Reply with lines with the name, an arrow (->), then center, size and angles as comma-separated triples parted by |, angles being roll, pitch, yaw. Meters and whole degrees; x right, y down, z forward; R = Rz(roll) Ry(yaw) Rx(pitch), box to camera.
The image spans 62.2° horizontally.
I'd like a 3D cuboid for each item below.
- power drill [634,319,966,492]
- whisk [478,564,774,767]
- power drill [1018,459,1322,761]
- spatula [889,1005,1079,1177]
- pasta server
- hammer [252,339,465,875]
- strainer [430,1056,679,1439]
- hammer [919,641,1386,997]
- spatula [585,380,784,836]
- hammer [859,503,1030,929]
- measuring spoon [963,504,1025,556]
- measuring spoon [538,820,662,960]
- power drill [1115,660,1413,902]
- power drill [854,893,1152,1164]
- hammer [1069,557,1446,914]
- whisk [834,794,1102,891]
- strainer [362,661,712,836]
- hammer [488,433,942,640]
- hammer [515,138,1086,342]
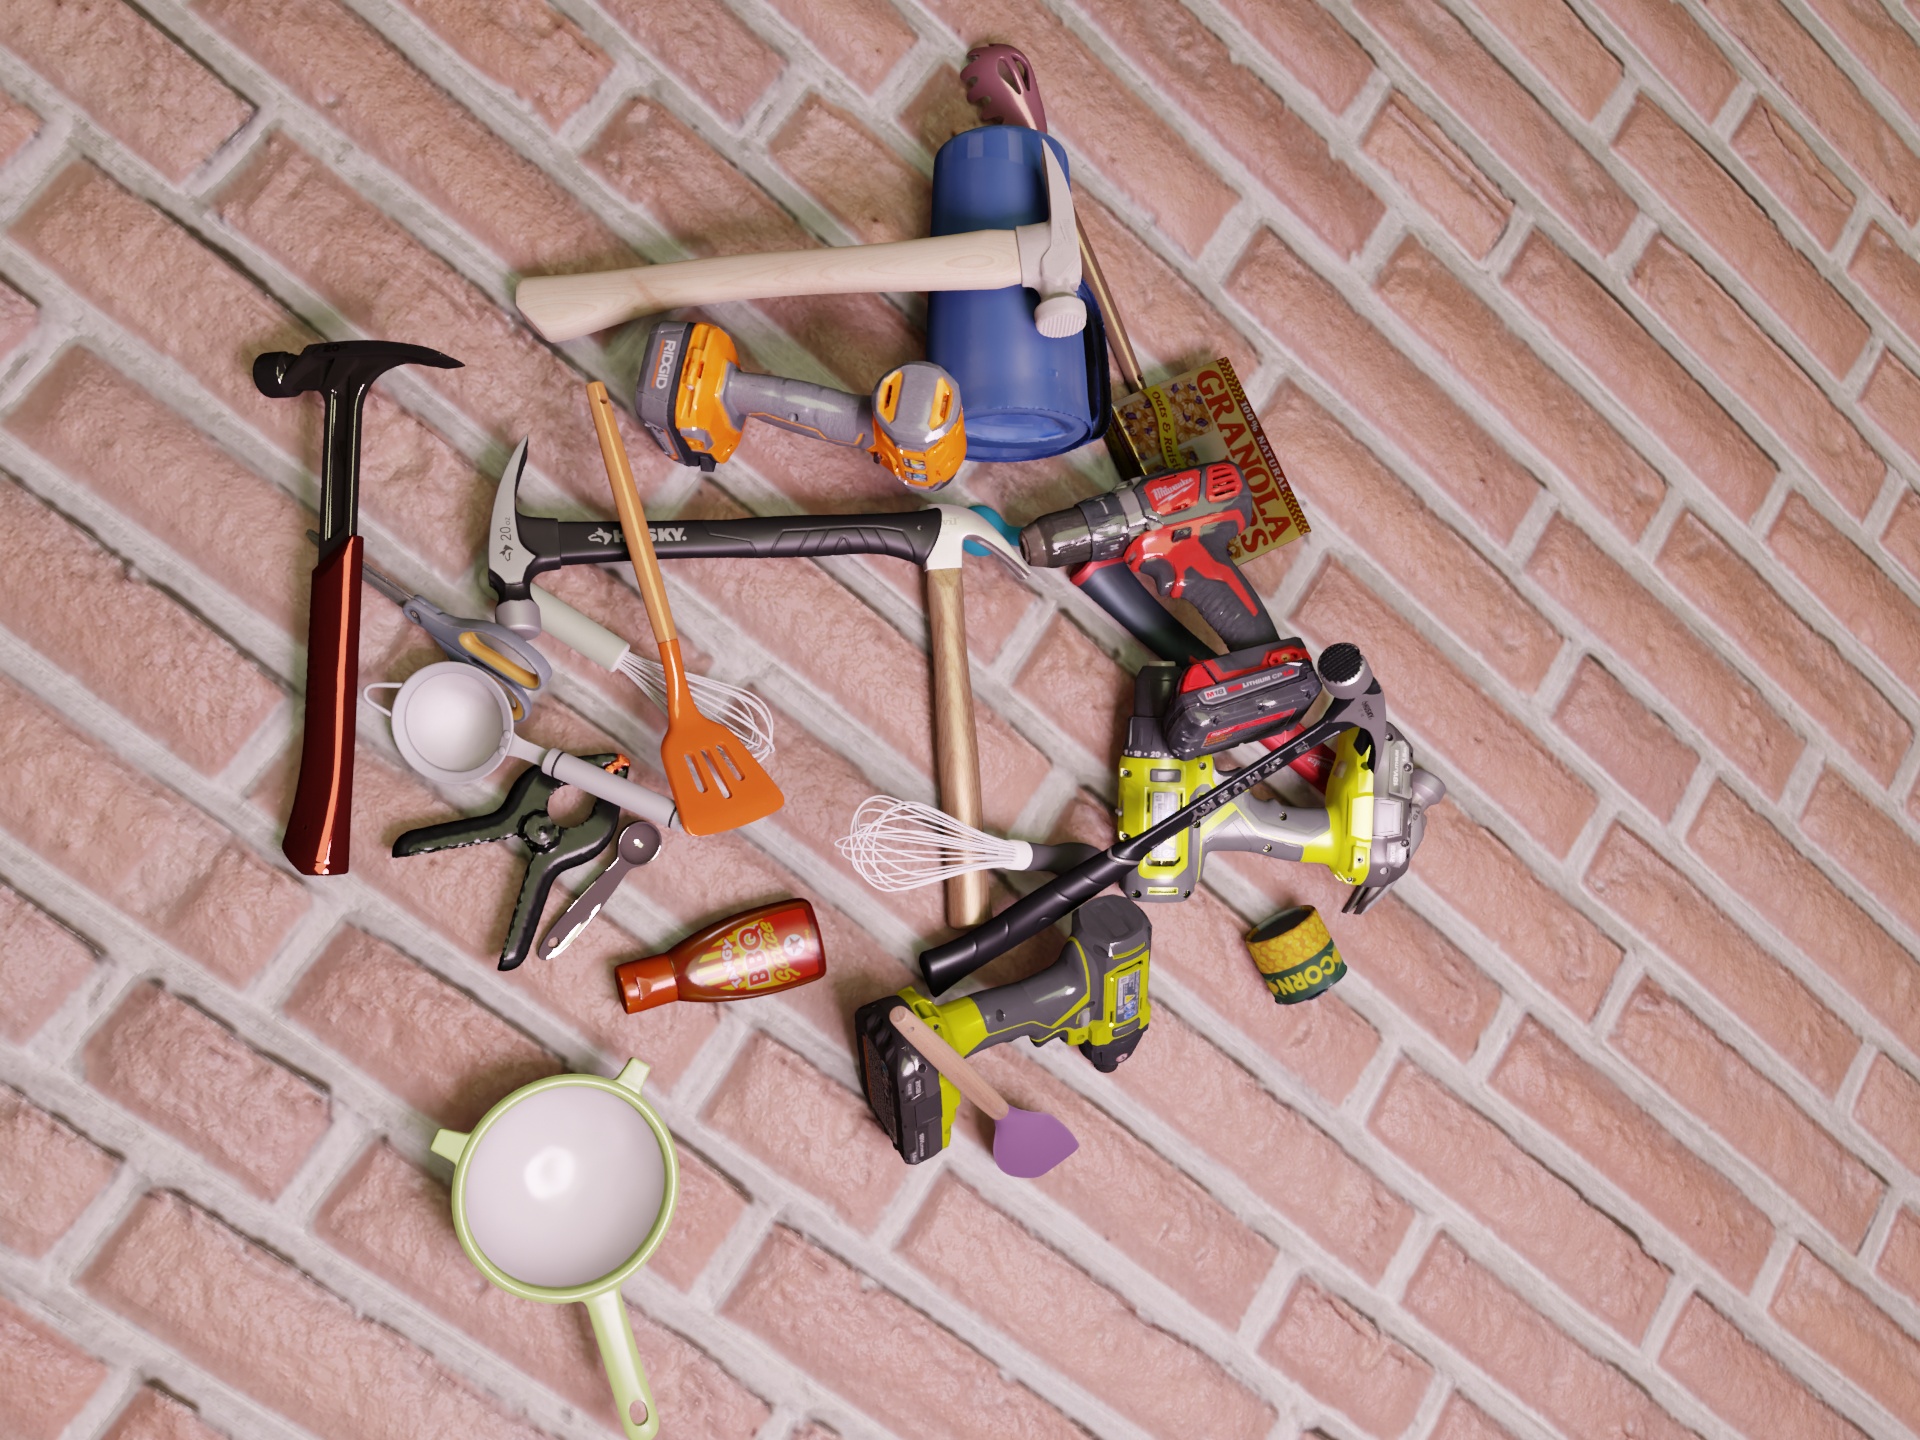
power drill -> -0.107, -0.218, 1.163 | 0.226, 0.164, 0.084 | 10, 81, 5
whisk -> -0.241, -0.041, 1.159 | 0.246, 0.059, 0.058 | 33, 71, -9
power drill -> 0.161, -0.088, 1.230 | 0.188, 0.080, 0.227 | -15, 69, -9
spatula -> 0.017, 0.271, 1.134 | 0.060, 0.018, 0.315 | -36, 140, -1
pasta server -> 0.087, -0.418, 1.328 | 0.060, 0.040, 0.316 | -27, 98, -21
hammer -> -0.414, -0.075, 1.075 | 0.149, 0.036, 0.359 | 2, 89, 16
strainer -> -0.259, 0.368, 1.099 | 0.151, 0.069, 0.256 | -17, 92, -23
hammer -> 0.141, 0.092, 1.196 | 0.409, 0.149, 0.036 | -33, 54, 8
spatula -> -0.205, -0.080, 1.102 | 0.081, 0.041, 0.322 | -17, 93, -36
hammer -> -0.002, -0.004, 1.244 | 0.130, 0.031, 0.331 | -5, 89, -9
measuring spoon -> 0.059, -0.150, 1.291 | 0.128, 0.021, 0.042 | 6, 83, -18
measuring spoon -> -0.265, 0.122, 1.152 | 0.124, 0.018, 0.034 | -51, 126, -11
power drill -> 0.239, 0.049, 1.278 | 0.228, 0.080, 0.190 | 1, 93, -3
power drill -> 0.040, 0.237, 1.193 | 0.223, 0.080, 0.171 | -20, 132, -20
hammer -> 0.236, 0.002, 1.335 | 0.386, 0.038, 0.143 | 38, 75, -13
whisk -> 0.019, 0.098, 1.191 | 0.284, 0.070, 0.070 | 11, 80, -46
strainer -> -0.289, 0.027, 1.104 | 0.258, 0.050, 0.087 | 23, 100, 6
hammer -> -0.174, -0.139, 1.167 | 0.334, 0.035, 0.146 | -4, 74, -17
hammer -> -0.119, -0.337, 1.169 | 0.410, 0.038, 0.146 | -6, 77, -1
